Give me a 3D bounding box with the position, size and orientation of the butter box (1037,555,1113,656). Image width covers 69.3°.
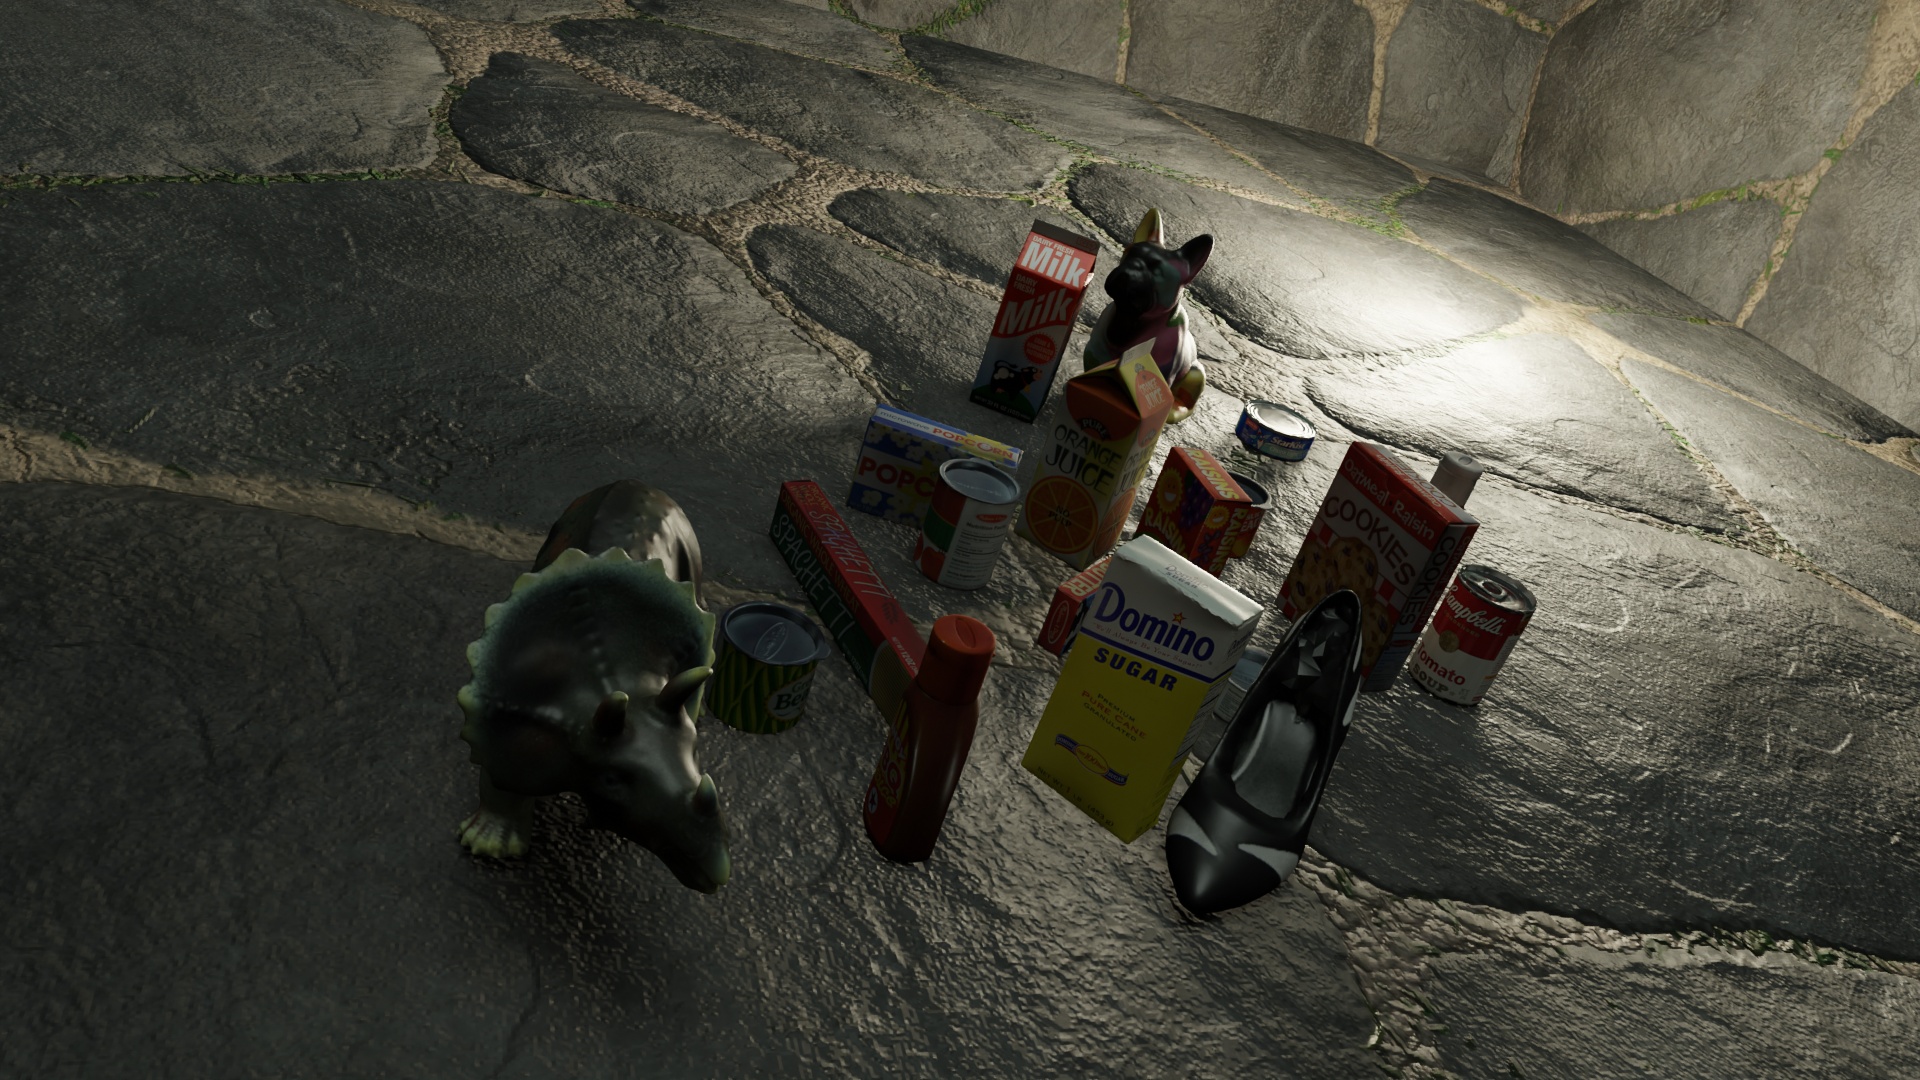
[{"bbox_3d":[0.101,0.048,1.078,0.024,0.052,0.104,32,31,23],"label":"butter box"}]

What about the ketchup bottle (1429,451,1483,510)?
[{"bbox_3d":[0.427,-0.010,1.269,0.043,0.148,0.065,33,32,25],"label":"ketchup bottle"}]

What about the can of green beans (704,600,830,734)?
[{"bbox_3d":[-0.125,0.081,0.884,0.071,0.057,0.071,14,29,-8],"label":"can of green beans"}]

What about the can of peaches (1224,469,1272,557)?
[{"bbox_3d":[0.246,-0.024,1.281,0.071,0.057,0.071,14,29,-8],"label":"can of peaches"}]

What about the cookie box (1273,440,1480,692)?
[{"bbox_3d":[0.338,0.021,1.144,0.040,0.166,0.123,0,34,-30],"label":"cookie box"}]

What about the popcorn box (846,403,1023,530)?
[{"bbox_3d":[-0.022,-0.052,1.144,0.127,0.084,0.038,19,28,0],"label":"popcorn box"}]

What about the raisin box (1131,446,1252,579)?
[{"bbox_3d":[0.185,-0.004,1.143,0.040,0.122,0.086,5,31,-23],"label":"raisin box"}]

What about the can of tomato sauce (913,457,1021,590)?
[{"bbox_3d":[0.004,-0.014,1.096,0.071,0.082,0.071,14,29,-8],"label":"can of tomato sauce"}]

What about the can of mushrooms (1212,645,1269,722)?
[{"bbox_3d":[0.220,0.112,1.057,0.071,0.033,0.071,14,29,-8],"label":"can of mushrooms"}]

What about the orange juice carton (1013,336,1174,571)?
[{"bbox_3d":[0.117,-0.079,1.162,0.073,0.191,0.072,30,30,20],"label":"orange juice carton"}]

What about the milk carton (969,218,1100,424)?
[{"bbox_3d":[0.077,-0.222,1.386,0.072,0.189,0.074,22,29,5],"label":"milk carton"}]

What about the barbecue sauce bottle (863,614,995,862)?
[{"bbox_3d":[-0.017,0.112,0.800,0.044,0.147,0.065,8,30,-20],"label":"barbecue sauce bottle"}]

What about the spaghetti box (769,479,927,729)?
[{"bbox_3d":[-0.078,0.041,0.988,0.029,0.050,0.251,-1,34,-32],"label":"spaghetti box"}]
